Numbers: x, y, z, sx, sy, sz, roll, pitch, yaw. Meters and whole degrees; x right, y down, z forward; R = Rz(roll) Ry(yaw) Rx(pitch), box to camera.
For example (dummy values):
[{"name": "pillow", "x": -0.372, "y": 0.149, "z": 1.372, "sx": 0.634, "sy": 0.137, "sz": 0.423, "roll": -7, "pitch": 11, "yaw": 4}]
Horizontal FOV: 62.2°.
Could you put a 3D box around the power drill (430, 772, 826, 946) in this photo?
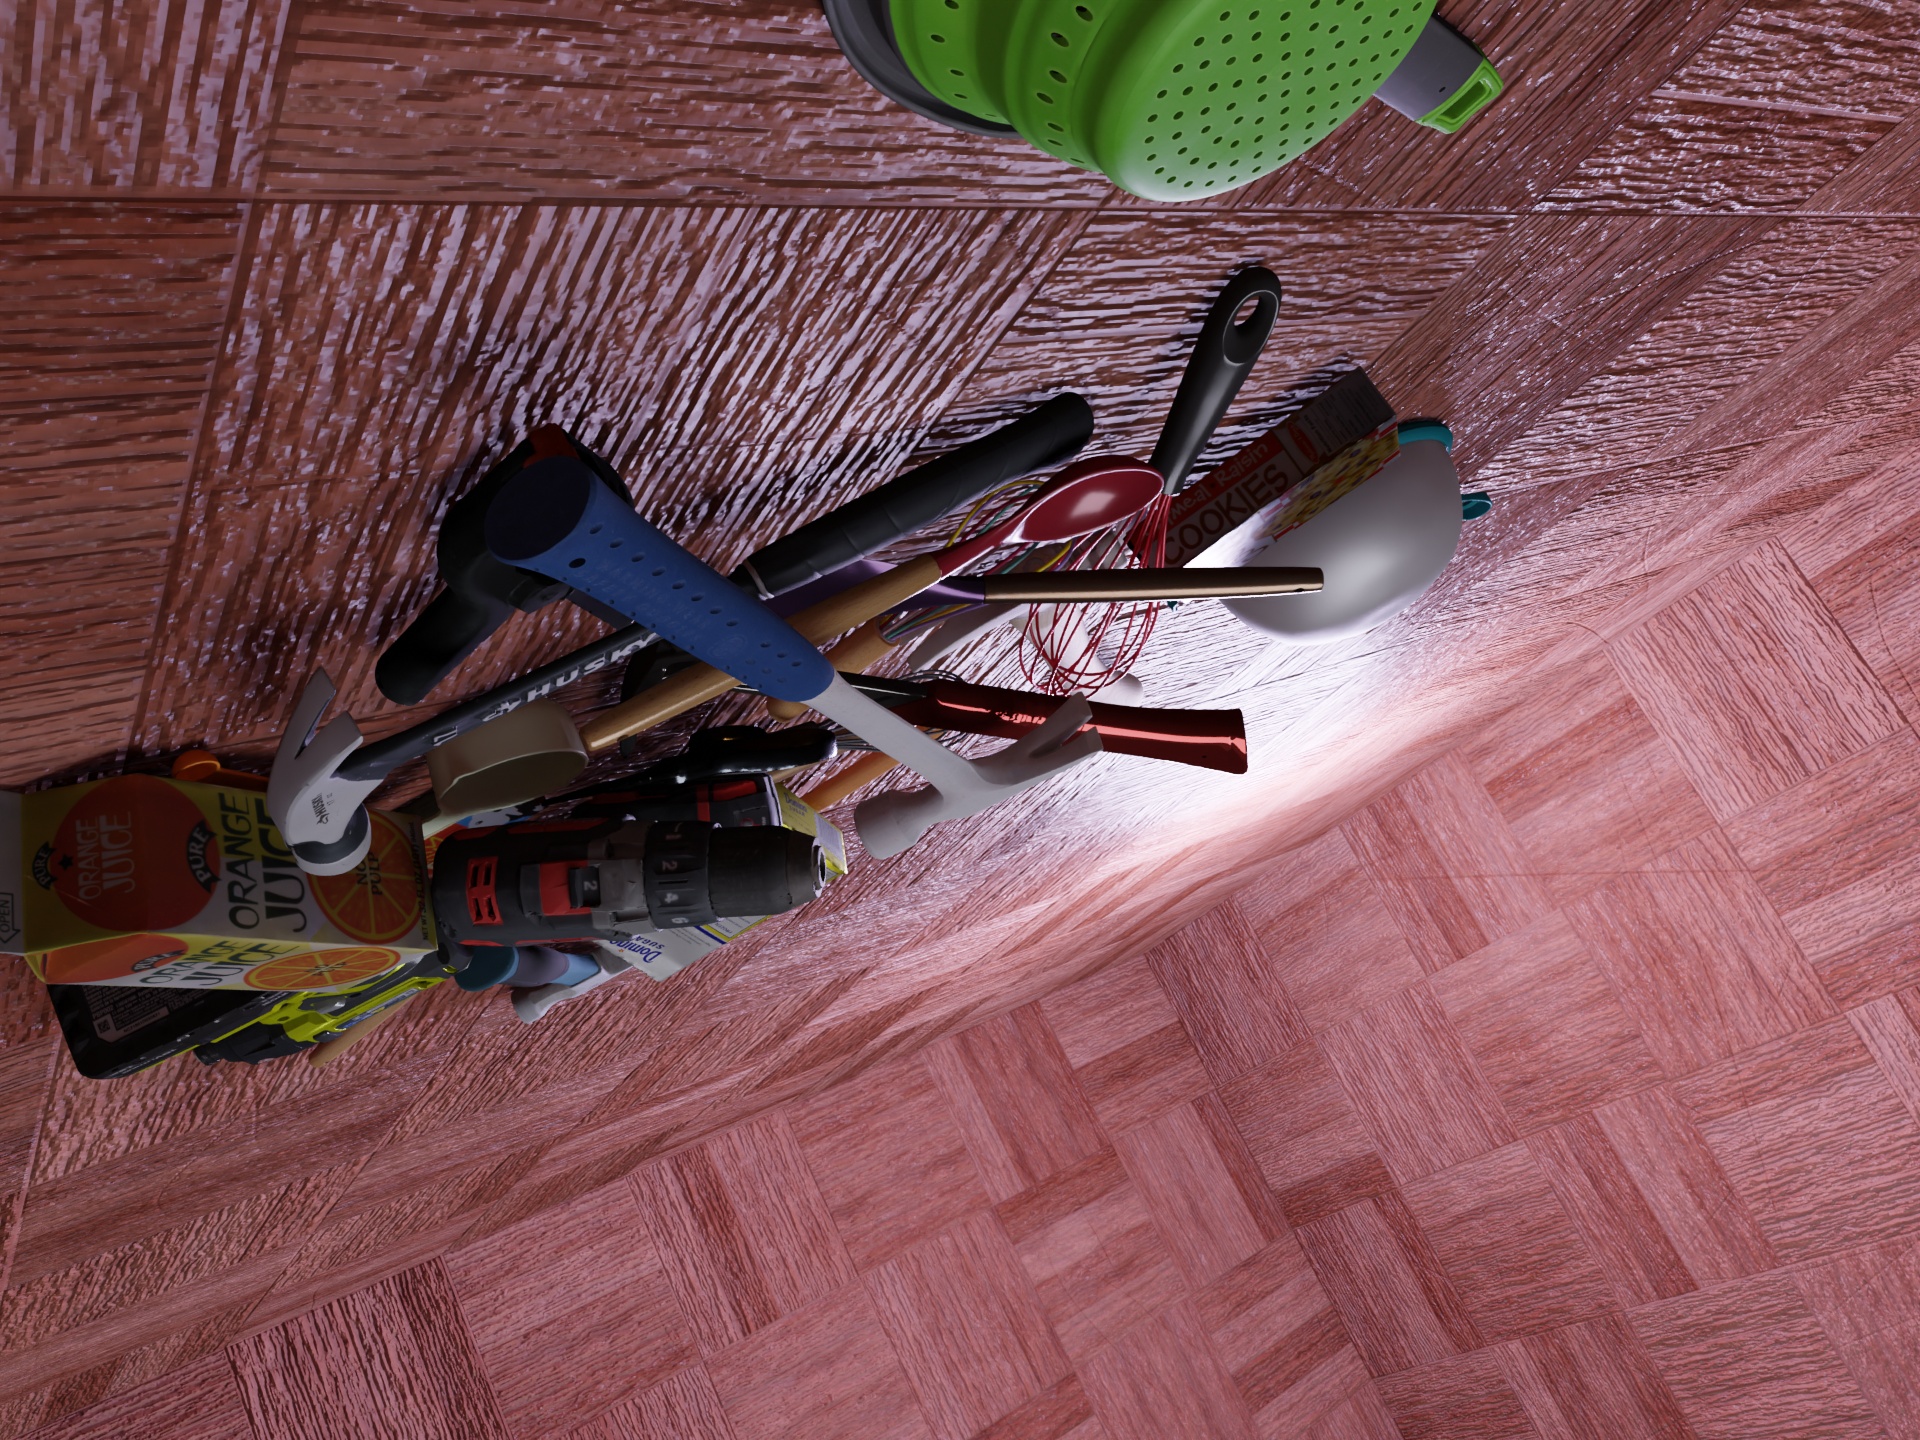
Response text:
[{"name": "power drill", "x": -0.151, "y": 0.074, "z": 0.847, "sx": 0.188, "sy": 0.080, "sz": 0.226, "roll": -4, "pitch": -179, "yaw": 6}]

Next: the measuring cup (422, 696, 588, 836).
[{"name": "measuring cup", "x": -0.268, "y": 0.033, "z": 0.813, "sx": 0.167, "sy": 0.038, "sz": 0.083, "roll": -25, "pitch": 166, "yaw": 20}]

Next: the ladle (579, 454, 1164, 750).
[{"name": "ladle", "x": -0.034, "y": -0.060, "z": 0.743, "sx": 0.315, "sy": 0.031, "sz": 0.069, "roll": -28, "pitch": 167, "yaw": -24}]

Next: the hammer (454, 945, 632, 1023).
[{"name": "hammer", "x": -0.303, "y": 0.181, "z": 1.158, "sx": 0.128, "sy": 0.033, "sz": 0.331, "roll": -28, "pitch": 172, "yaw": -6}]

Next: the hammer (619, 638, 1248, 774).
[{"name": "hammer", "x": -0.001, "y": -0.003, "z": 0.875, "sx": 0.359, "sy": 0.037, "sz": 0.149, "roll": 8, "pitch": 151, "yaw": -23}]

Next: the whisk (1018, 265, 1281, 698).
[{"name": "whisk", "x": 0.099, "y": -0.113, "z": 0.848, "sx": 0.073, "sy": 0.073, "sz": 0.295, "roll": -17, "pitch": 147, "yaw": -35}]

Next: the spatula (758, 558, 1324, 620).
[{"name": "spatula", "x": 0.037, "y": -0.070, "z": 0.825, "sx": 0.316, "sy": 0.018, "sz": 0.059, "roll": -2, "pitch": 153, "yaw": -9}]

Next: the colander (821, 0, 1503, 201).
[{"name": "colander", "x": 0.118, "y": -0.224, "z": 0.519, "sx": 0.204, "sy": 0.094, "sz": 0.397, "roll": -38, "pitch": 161, "yaw": 33}]

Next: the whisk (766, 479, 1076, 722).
[{"name": "whisk", "x": -0.029, "y": -0.065, "z": 0.900, "sx": 0.245, "sy": 0.051, "sz": 0.047, "roll": -33, "pitch": 143, "yaw": 33}]

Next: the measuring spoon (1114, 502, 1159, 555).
[{"name": "measuring spoon", "x": 0.110, "y": -0.122, "z": 0.977, "sx": 0.034, "sy": 0.018, "sz": 0.124, "roll": -25, "pitch": 165, "yaw": -10}]

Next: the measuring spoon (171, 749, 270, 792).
[{"name": "measuring spoon", "x": -0.329, "y": 0.028, "z": 0.738, "sx": 0.021, "sy": 0.011, "sz": 0.117, "roll": -27, "pitch": 168, "yaw": -1}]

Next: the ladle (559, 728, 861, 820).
[{"name": "ladle", "x": -0.136, "y": 0.048, "z": 1.041, "sx": 0.320, "sy": 0.062, "sz": 0.078, "roll": -24, "pitch": 140, "yaw": -25}]

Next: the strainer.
[{"name": "strainer", "x": 0.325, "y": -0.124, "z": 1.188, "sx": 0.340, "sy": 0.095, "sz": 0.211, "roll": -11, "pitch": 157, "yaw": -44}]

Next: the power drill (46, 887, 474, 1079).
[{"name": "power drill", "x": -0.390, "y": 0.146, "z": 0.887, "sx": 0.171, "sy": 0.080, "sz": 0.223, "roll": -27, "pitch": 168, "yaw": -3}]

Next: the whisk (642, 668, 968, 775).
[{"name": "whisk", "x": -0.093, "y": 0.015, "z": 1.020, "sx": 0.239, "sy": 0.055, "sz": 0.055, "roll": -16, "pitch": 161, "yaw": -23}]

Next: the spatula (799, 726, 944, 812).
[{"name": "spatula", "x": -0.108, "y": 0.071, "z": 1.165, "sx": 0.322, "sy": 0.041, "sz": 0.081, "roll": -31, "pitch": 164, "yaw": 25}]

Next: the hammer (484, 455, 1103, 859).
[{"name": "hammer", "x": -0.056, "y": -0.017, "z": 0.687, "sx": 0.144, "sy": 0.035, "sz": 0.405, "roll": -25, "pitch": 157, "yaw": 14}]

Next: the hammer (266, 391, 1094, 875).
[{"name": "hammer", "x": -0.104, "y": -0.058, "z": 0.695, "sx": 0.409, "sy": 0.036, "sz": 0.149, "roll": -30, "pitch": 171, "yaw": -25}]

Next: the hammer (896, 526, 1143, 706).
[{"name": "hammer", "x": 0.069, "y": -0.043, "z": 1.131, "sx": 0.146, "sy": 0.038, "sz": 0.410, "roll": -28, "pitch": 165, "yaw": 7}]

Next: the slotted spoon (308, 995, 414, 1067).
[{"name": "slotted spoon", "x": -0.373, "y": 0.176, "z": 1.102, "sx": 0.313, "sy": 0.031, "sz": 0.070, "roll": -36, "pitch": 165, "yaw": 32}]
